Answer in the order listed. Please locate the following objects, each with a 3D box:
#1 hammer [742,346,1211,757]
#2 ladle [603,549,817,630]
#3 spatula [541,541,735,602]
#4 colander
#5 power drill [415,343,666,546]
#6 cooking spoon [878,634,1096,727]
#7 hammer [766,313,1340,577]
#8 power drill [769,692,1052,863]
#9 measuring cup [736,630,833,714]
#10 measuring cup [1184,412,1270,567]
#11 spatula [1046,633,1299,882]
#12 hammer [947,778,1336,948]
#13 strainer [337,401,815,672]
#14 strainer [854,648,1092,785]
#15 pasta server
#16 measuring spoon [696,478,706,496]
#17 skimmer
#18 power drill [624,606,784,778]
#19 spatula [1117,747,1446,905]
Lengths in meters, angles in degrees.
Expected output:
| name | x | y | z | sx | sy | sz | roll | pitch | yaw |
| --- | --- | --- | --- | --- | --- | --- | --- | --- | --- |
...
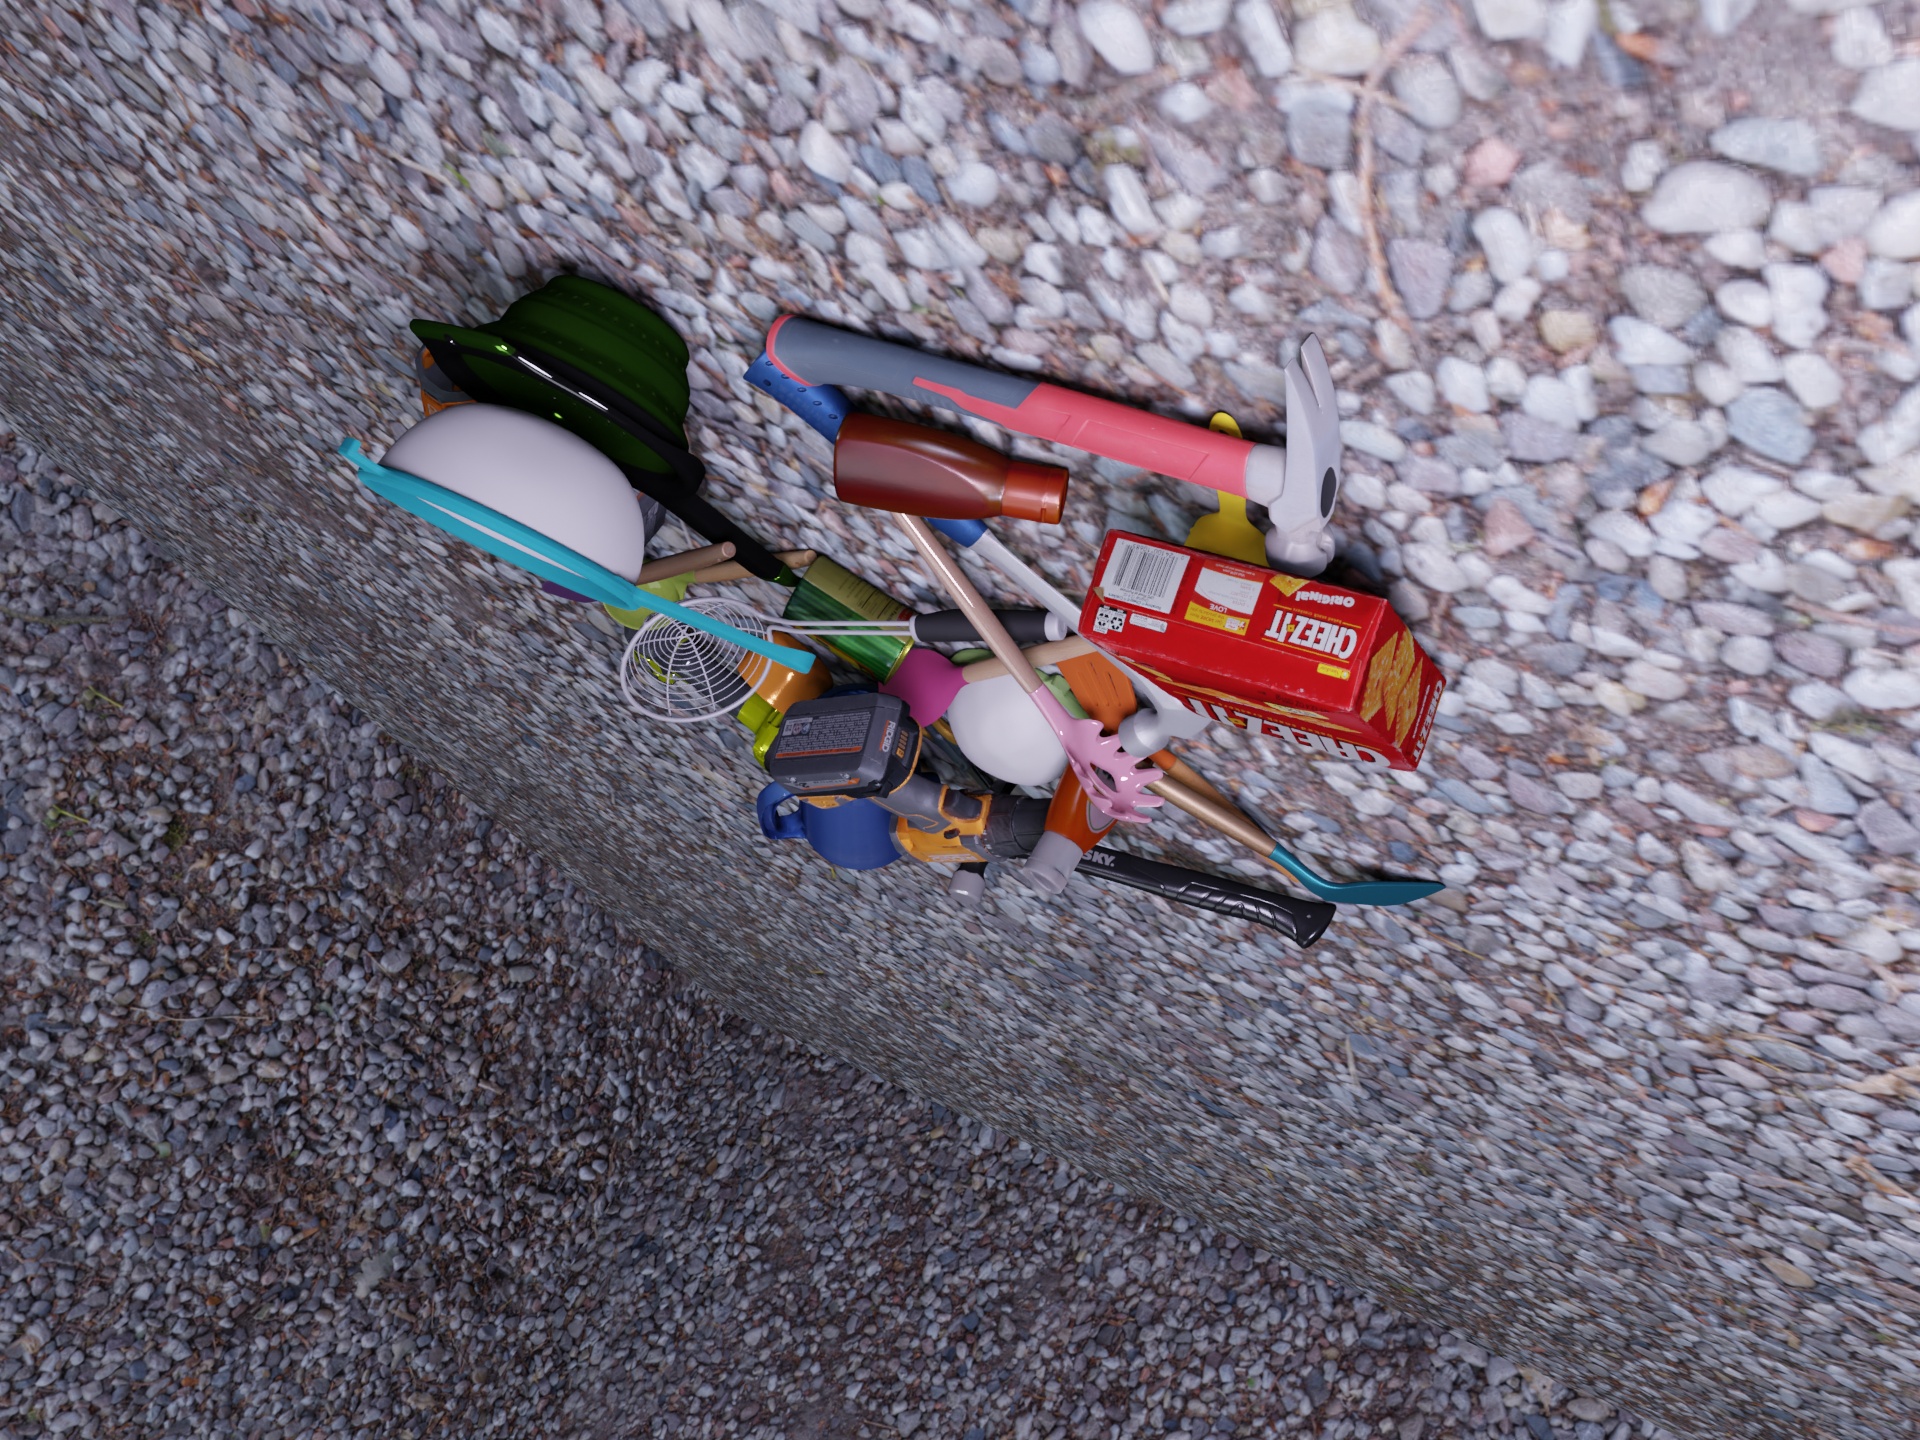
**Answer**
| name | x | y | z | sx | sy | sz | roll | pitch | yaw |
| --- | --- | --- | --- | --- | --- | --- | --- | --- | --- |
| hammer | 0.023 | -0.123 | 1.100 | 0.405 | 0.035 | 0.144 | 39 | 147 | -12 |
| ladle | -0.230 | -0.125 | 1.449 | 0.320 | 0.062 | 0.078 | -1 | 142 | 51 |
| spatula | -0.276 | -0.123 | 1.346 | 0.059 | 0.018 | 0.316 | 16 | 167 | -36 |
| colander | -0.222 | -0.218 | 1.192 | 0.205 | 0.094 | 0.396 | 19 | 169 | 35 |
| power drill | -0.367 | -0.226 | 1.382 | 0.226 | 0.084 | 0.164 | 37 | 162 | -4 |
| cooking spoon | 0.022 | -0.042 | 1.280 | 0.017 | 0.069 | 0.319 | -3 | 174 | -38 |
| hammer | 0.036 | -0.195 | 0.923 | 0.386 | 0.038 | 0.143 | 22 | 147 | 29 |
| power drill | -0.023 | 0.058 | 1.322 | 0.185 | 0.084 | 0.226 | -5 | 151 | 38 |
| measuring cup | -0.146 | -0.039 | 1.544 | 0.095 | 0.052 | 0.173 | 45 | -169 | 21 |
| measuring cup | 0.155 | -0.123 | 0.941 | 0.062 | 0.029 | 0.156 | 23 | 158 | 23 |
| spatula | 0.187 | 0.039 | 1.282 | 0.322 | 0.041 | 0.081 | 39 | 158 | -30 |
| hammer | 0.167 | 0.133 | 1.421 | 0.335 | 0.146 | 0.035 | 14 | 156 | 13 |
| strainer | -0.247 | -0.138 | 1.123 | 0.340 | 0.095 | 0.211 | 23 | 174 | 0 |
| strainer | -0.002 | -0.004 | 1.378 | 0.256 | 0.069 | 0.151 | 18 | 156 | 30 |
| pasta server | 0.044 | -0.047 | 1.172 | 0.040 | 0.060 | 0.316 | -18 | 115 | 51 |
| measuring spoon | -0.230 | -0.191 | 1.361 | 0.034 | 0.018 | 0.124 | 18 | 167 | -3 |
| skimmer | -0.096 | -0.049 | 1.246 | 0.363 | 0.090 | 0.127 | 1 | 144 | 25 |
| power drill | -0.243 | -0.027 | 1.655 | 0.223 | 0.080 | 0.171 | 36 | 167 | 5 |
| spatula | 0.227 | 0.080 | 1.256 | 0.317 | 0.044 | 0.082 | 30 | 158 | -5 |
